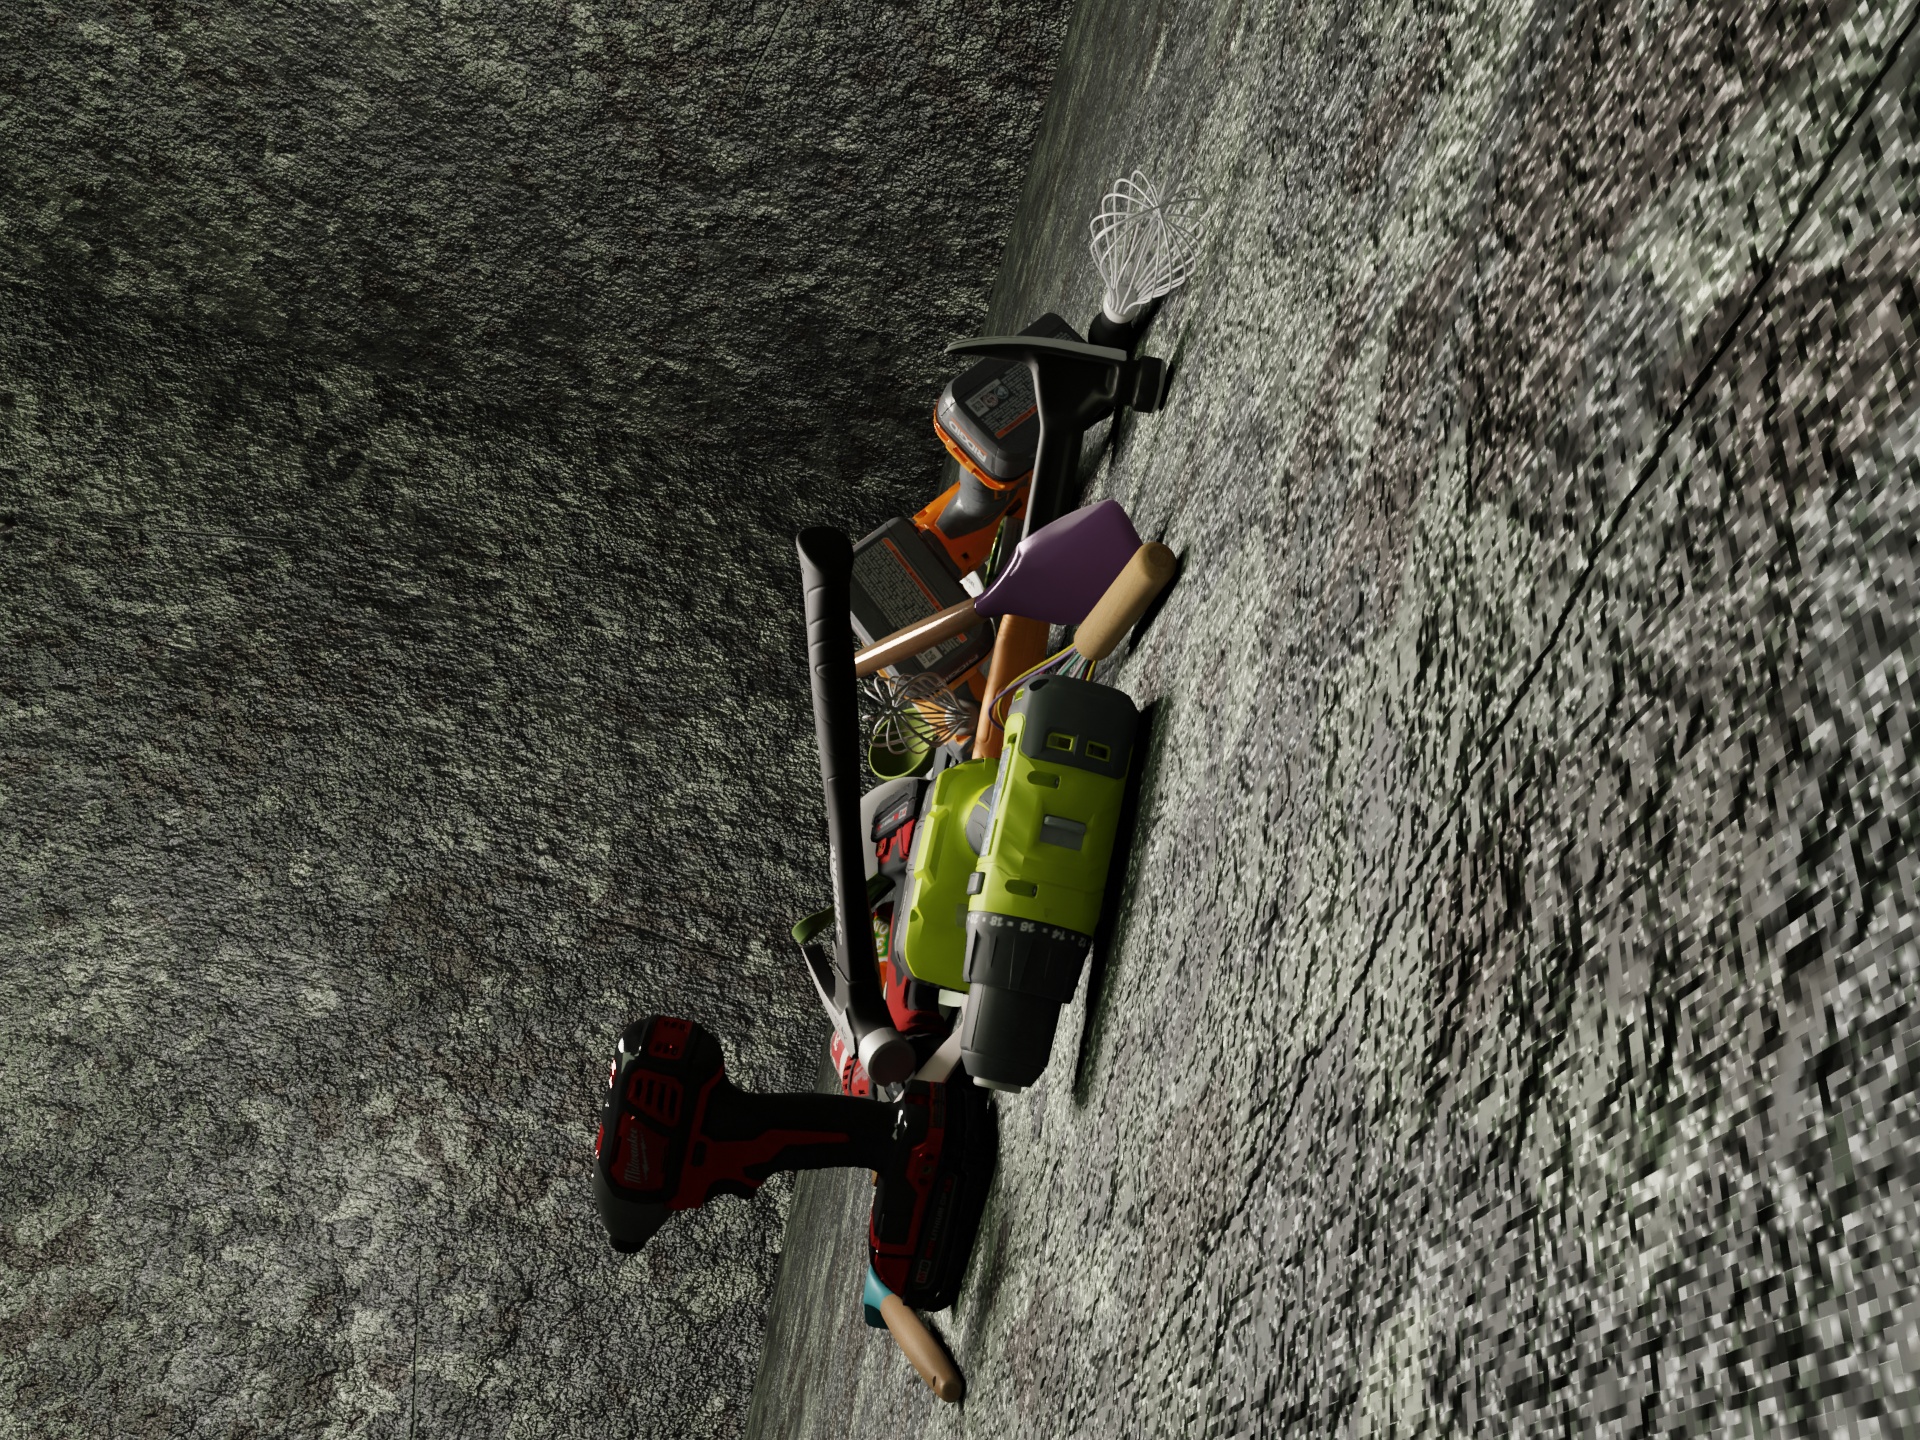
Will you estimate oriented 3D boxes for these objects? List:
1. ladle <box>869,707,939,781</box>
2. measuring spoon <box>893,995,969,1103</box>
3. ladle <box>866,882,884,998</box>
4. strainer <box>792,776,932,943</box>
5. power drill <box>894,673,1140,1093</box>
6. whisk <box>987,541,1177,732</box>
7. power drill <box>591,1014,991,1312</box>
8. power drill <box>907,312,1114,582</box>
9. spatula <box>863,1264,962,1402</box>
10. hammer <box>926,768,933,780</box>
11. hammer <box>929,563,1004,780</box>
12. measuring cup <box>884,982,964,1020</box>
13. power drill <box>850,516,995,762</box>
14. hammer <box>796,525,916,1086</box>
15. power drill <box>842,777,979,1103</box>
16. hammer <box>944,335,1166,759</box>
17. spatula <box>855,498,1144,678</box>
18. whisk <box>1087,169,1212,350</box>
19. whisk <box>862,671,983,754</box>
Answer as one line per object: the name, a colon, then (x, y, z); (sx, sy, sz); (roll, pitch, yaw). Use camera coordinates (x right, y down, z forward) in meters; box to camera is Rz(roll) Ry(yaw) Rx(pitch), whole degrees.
ladle: (-0.021, -0.071, 1.475); (0.078, 0.062, 0.320); (-117, 35, -45)
measuring spoon: (-0.014, 0.204, 0.954); (0.124, 0.018, 0.034); (-52, 44, 7)
ladle: (-0.064, 0.218, 1.175); (0.069, 0.031, 0.315); (-45, -52, -76)
strainer: (-0.083, 0.108, 1.265); (0.151, 0.069, 0.256); (-47, -7, 25)
power drill: (0.023, 0.089, 0.820); (0.228, 0.080, 0.191); (138, 145, -77)
whisk: (0.069, -0.032, 0.863); (0.047, 0.051, 0.245); (65, 158, 14)
power drill: (-0.101, 0.260, 0.918); (0.079, 0.219, 0.143); (-92, 16, -73)
power drill: (0.040, -0.196, 1.164); (0.164, 0.084, 0.226); (-40, -9, -21)
spatula: (-0.026, 0.363, 0.967); (0.317, 0.044, 0.082); (149, 134, -77)
hammer: (0.018, -0.076, 1.536); (0.405, 0.035, 0.144); (109, 172, -49)
hammer: (-0.015, 0.053, 1.405); (0.149, 0.036, 0.408); (47, 133, 53)
measuring cup: (-0.011, 0.203, 1.192); (0.167, 0.038, 0.083); (-11, 62, 66)
power drill: (-0.040, -0.072, 1.184); (0.084, 0.185, 0.226); (-36, -16, -4)
hammer: (-0.074, 0.047, 0.982); (0.146, 0.035, 0.334); (-141, 44, -63)
power drill: (-0.019, 0.159, 1.076); (0.188, 0.080, 0.227); (144, 137, -67)
hammer: (0.032, -0.063, 0.970); (0.034, 0.127, 0.336); (-78, -3, -69)
spatula: (0.000, -0.058, 0.940); (0.018, 0.059, 0.316); (-35, 9, -38)
whisk: (0.103, -0.269, 0.988); (0.284, 0.070, 0.070); (118, 165, -88)
whisk: (-0.002, -0.003, 1.066); (0.059, 0.058, 0.246); (-53, -17, 12)
